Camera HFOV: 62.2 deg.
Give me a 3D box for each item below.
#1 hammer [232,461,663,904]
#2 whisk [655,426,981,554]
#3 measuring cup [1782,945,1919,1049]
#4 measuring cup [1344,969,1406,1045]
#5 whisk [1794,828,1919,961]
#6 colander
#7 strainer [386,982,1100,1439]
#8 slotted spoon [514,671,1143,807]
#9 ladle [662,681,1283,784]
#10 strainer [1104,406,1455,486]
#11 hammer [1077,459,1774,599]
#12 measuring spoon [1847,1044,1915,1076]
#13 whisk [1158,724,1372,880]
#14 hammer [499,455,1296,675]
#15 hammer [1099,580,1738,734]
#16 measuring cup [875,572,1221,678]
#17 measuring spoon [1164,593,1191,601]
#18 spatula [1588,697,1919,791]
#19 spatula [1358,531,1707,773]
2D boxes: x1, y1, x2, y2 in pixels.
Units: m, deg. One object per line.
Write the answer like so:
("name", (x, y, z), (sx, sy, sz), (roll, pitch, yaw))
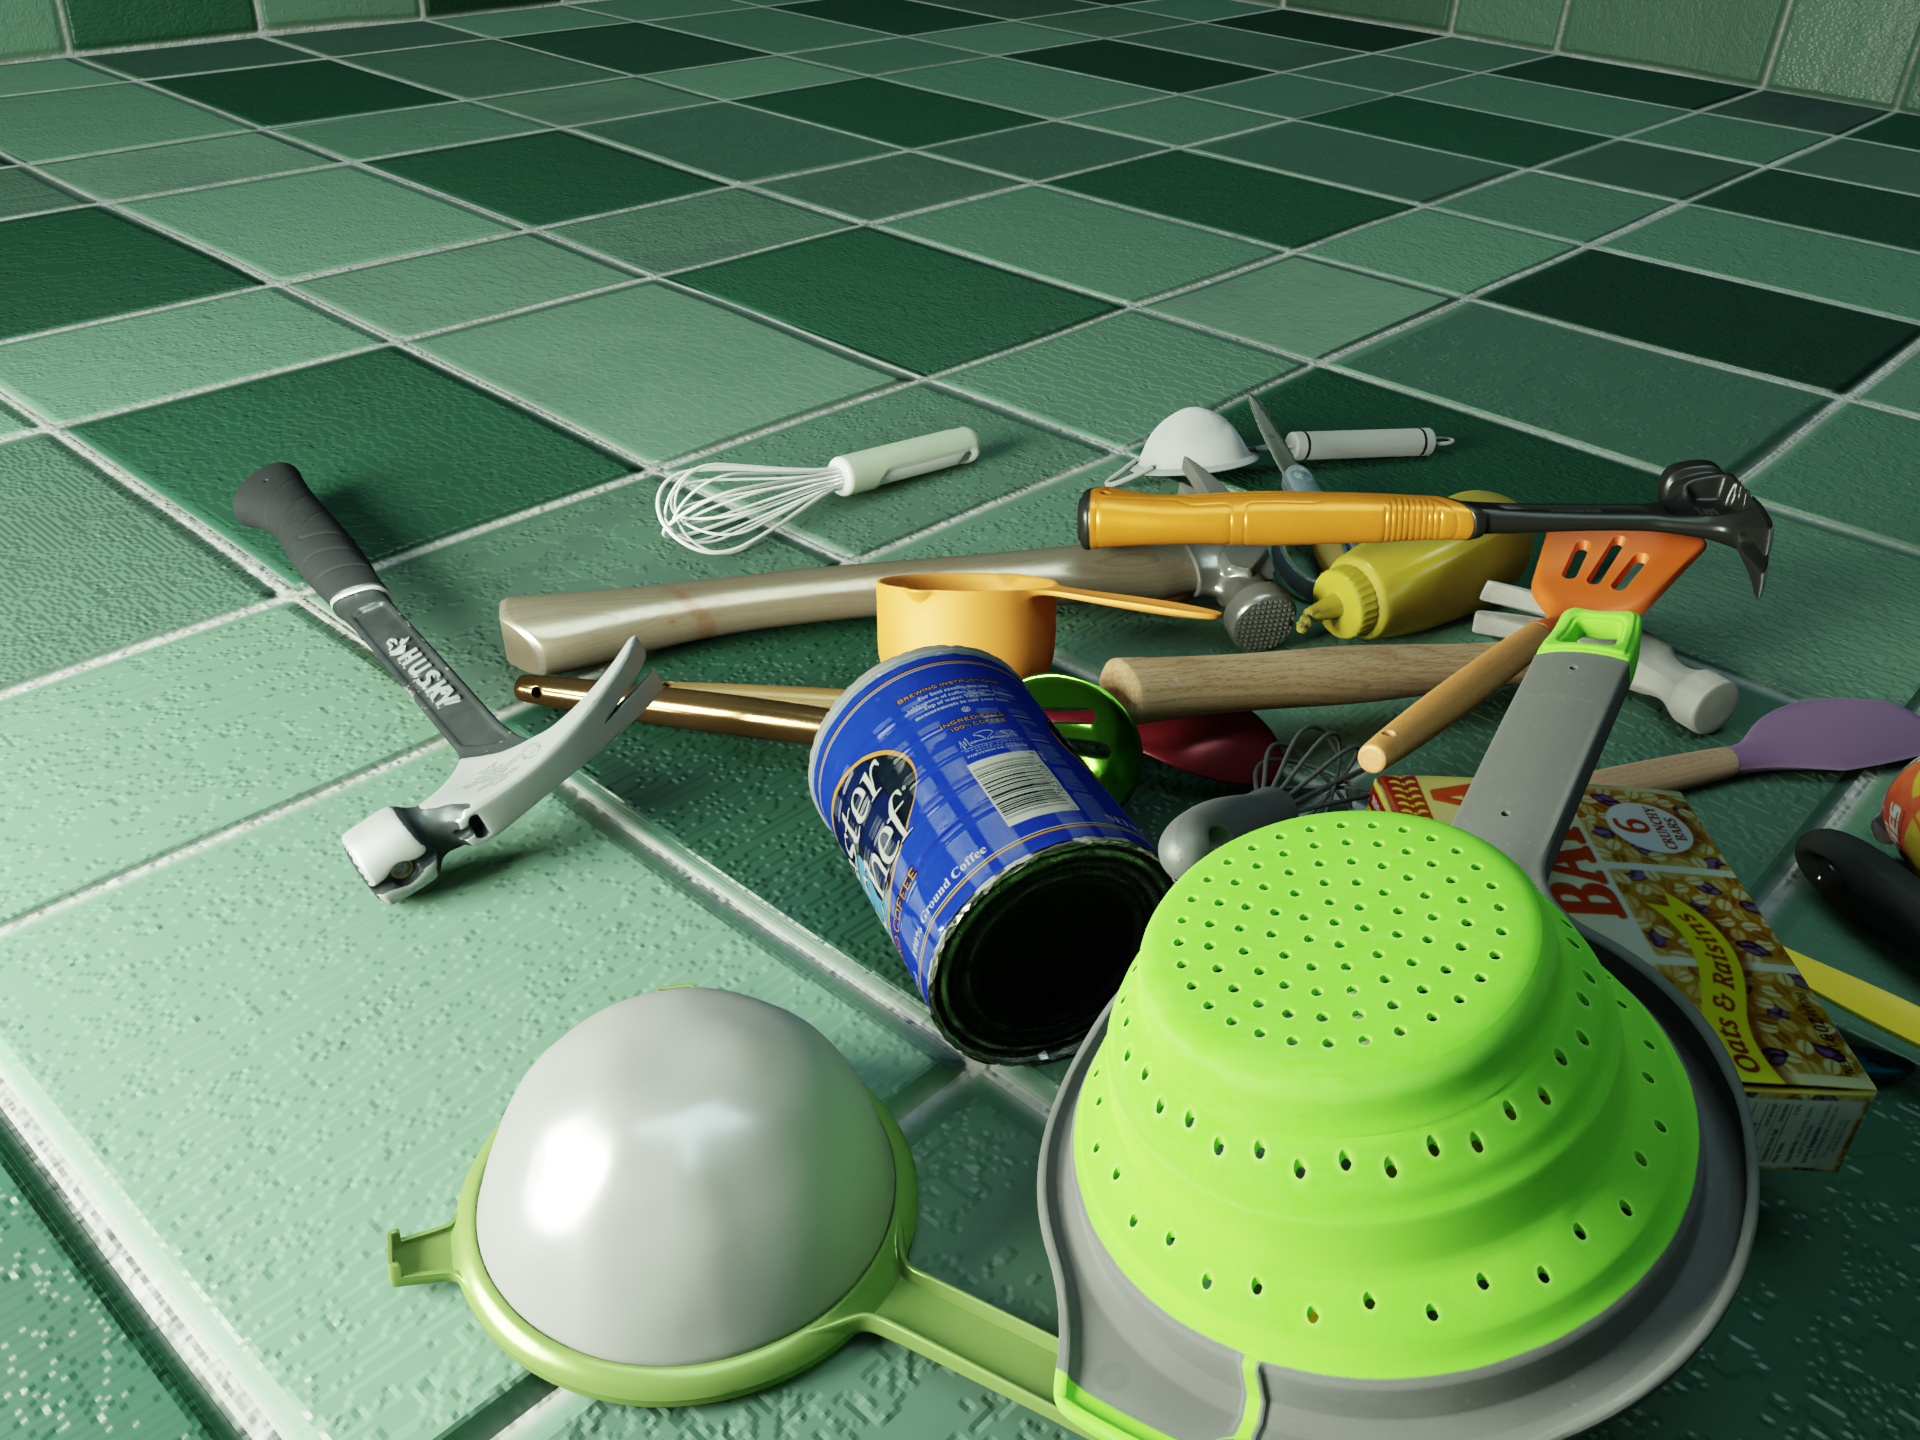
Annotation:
("hammer", (-0.290, -0.056, 0.798), (0.149, 0.036, 0.409), (-35, 42, -17))
("whisk", (-0.080, -0.148, 0.978), (0.246, 0.057, 0.059), (-22, 74, -37))
("measuring cup", (0.326, 0.108, 0.620), (0.157, 0.029, 0.062), (28, 40, 30))
("measuring cup", (0.208, 0.092, 0.627), (0.083, 0.038, 0.167), (30, 39, 34))
("whisk", (0.419, 0.120, 0.580), (0.073, 0.073, 0.296), (-8, 29, -16))
("colander", (0.153, 0.045, 0.502), (0.204, 0.094, 0.397), (7, 39, 34))
("strainer", (-0.042, 0.149, 0.487), (0.256, 0.069, 0.151), (18, 35, 25))
("slotted spoon", (-0.068, 0.000, 0.742), (0.314, 0.070, 0.031), (7, 10, 16))
("ladle", (-0.001, -0.002, 0.770), (0.315, 0.031, 0.069), (4, 28, 5))
("strainer", (0.217, -0.185, 1.059), (0.258, 0.050, 0.087), (-5, 19, -18))
("hammer", (0.227, -0.100, 0.812), (0.337, 0.034, 0.127), (1, 25, 9))
("measuring spoon", (0.299, 0.133, 0.593), (0.128, 0.021, 0.042), (5, 17, -13))
("whisk", (0.123, 0.035, 0.633), (0.055, 0.055, 0.239), (18, 12, 23))
("hammer", (-0.036, -0.077, 0.858), (0.410, 0.038, 0.146), (-6, 42, -11))
("hammer", (0.217, -0.026, 0.782), (0.331, 0.031, 0.130), (-4, 30, -25))
("measuring cup", (0.039, -0.037, 0.747), (0.174, 0.052, 0.095), (9, 14, 29))
("measuring spoon", (0.074, -0.077, 0.903), (0.117, 0.011, 0.021), (2, 33, 0))
("spatula", (0.346, 0.023, 0.761), (0.316, 0.018, 0.060), (-10, 34, -21))
("spatula", (0.263, -0.041, 0.748), (0.081, 0.041, 0.322), (20, 30, 33))
